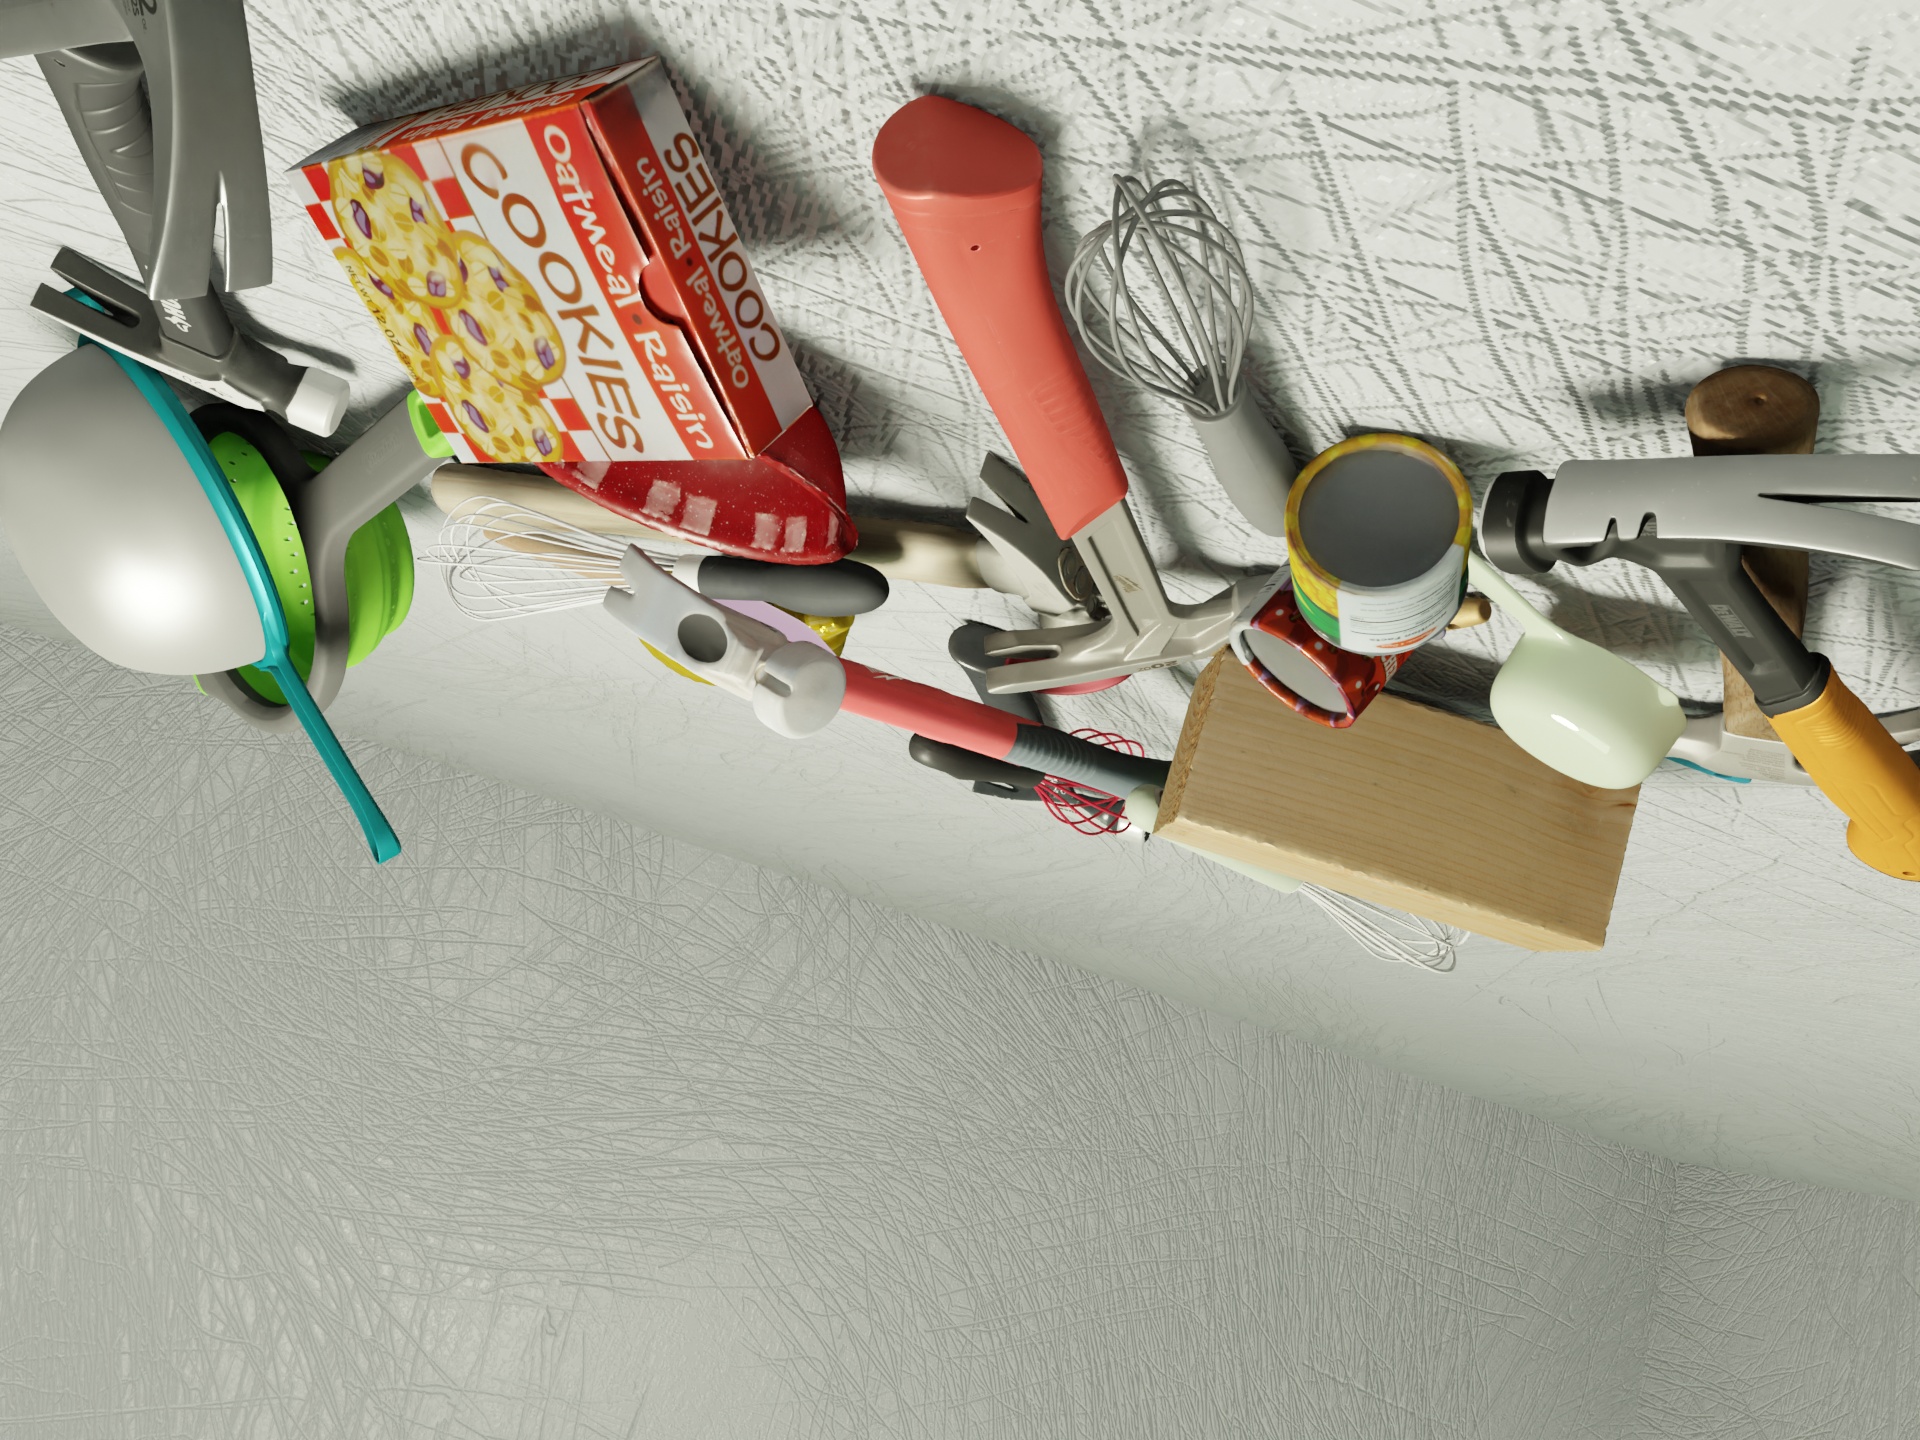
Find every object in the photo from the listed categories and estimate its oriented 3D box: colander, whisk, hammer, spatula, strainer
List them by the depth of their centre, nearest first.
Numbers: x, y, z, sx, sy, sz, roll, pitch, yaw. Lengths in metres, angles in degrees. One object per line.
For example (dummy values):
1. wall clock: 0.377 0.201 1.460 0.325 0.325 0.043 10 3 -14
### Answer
1. hammer: -0.339 -0.216 0.518 0.406 0.144 0.035 14 -153 39
2. whisk: 0.089 -0.109 0.539 0.055 0.055 0.238 11 170 25
3. hammer: 0.316 -0.004 0.573 0.127 0.034 0.336 6 163 45
4. hammer: 0.303 -0.037 0.598 0.130 0.031 0.331 10 165 30
5. hammer: 0.033 -0.098 0.608 0.149 0.037 0.358 -10 157 15
6. hammer: -0.345 -0.212 0.669 0.146 0.035 0.335 23 165 -12
7. hammer: -0.001 -0.003 0.809 0.143 0.038 0.386 31 -172 38
8. whisk: -0.165 -0.077 0.827 0.285 0.070 0.070 6 164 25
9. hammer: -0.129 -0.108 0.841 0.411 0.038 0.146 10 164 27
10. strainer: -0.436 -0.051 0.881 0.340 0.095 0.211 58 150 2
11. whisk: 0.191 0.088 0.889 0.246 0.058 0.059 24 134 -24
12. colander: -0.358 -0.120 0.950 0.397 0.204 0.094 -19 179 44
13. spatula: -0.191 -0.085 0.951 0.316 0.018 0.059 19 160 38
14. whisk: 0.050 0.031 0.972 0.073 0.073 0.295 9 178 30
15. hammer: 0.048 0.013 1.134 0.149 0.036 0.408 14 167 16

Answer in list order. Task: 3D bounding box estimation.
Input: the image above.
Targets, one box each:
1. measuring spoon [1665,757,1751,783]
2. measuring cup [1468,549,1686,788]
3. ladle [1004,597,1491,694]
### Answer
1. measuring spoon: 0.338 0.017 0.800 0.128 0.021 0.042 19 167 -5
2. measuring cup: 0.227 -0.026 0.656 0.167 0.038 0.083 36 175 -22
3. ladle: 0.133 -0.041 0.814 0.069 0.031 0.315 22 165 -33
